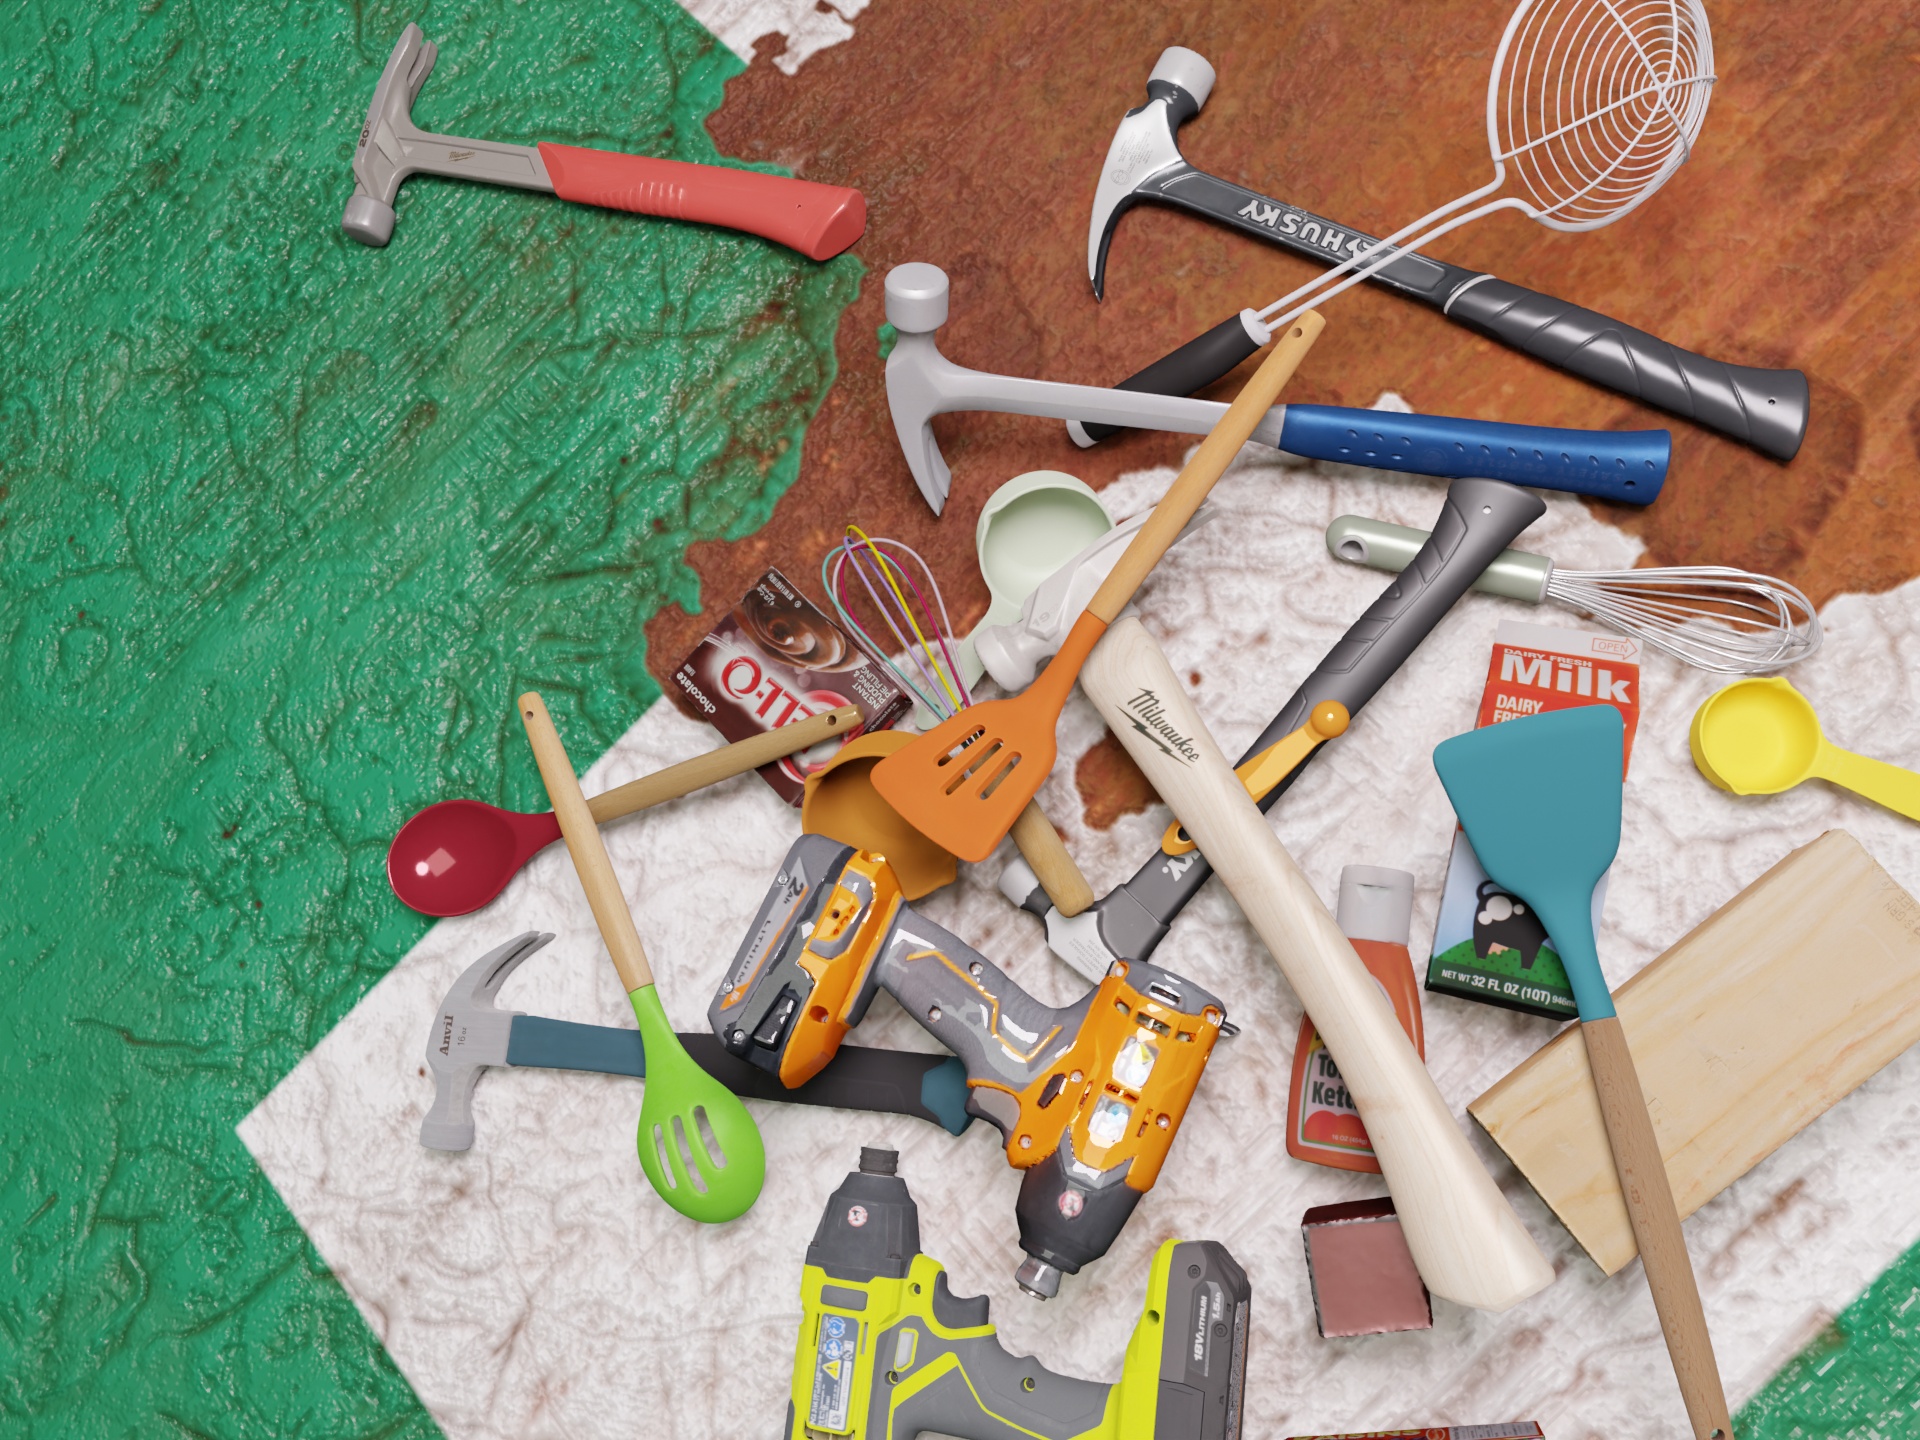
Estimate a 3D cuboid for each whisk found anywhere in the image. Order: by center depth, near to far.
[{"bbox_3d":[0.309,-0.071,0.818,0.246,0.057,0.059,16,49,20],"label":"whisk"},{"bbox_3d":[-0.002,-0.003,0.842,0.245,0.051,0.047,58,136,14],"label":"whisk"}]

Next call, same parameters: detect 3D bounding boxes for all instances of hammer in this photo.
[{"bbox_3d":[0.156,0.078,0.759,0.146,0.038,0.411,-36,64,14],"label":"hammer"},{"bbox_3d":[0.176,0.012,0.818,0.146,0.035,0.335,43,98,18],"label":"hammer"},{"bbox_3d":[0.159,-0.153,0.847,0.405,0.144,0.035,8,46,8],"label":"hammer"},{"bbox_3d":[0.256,-0.236,0.868,0.409,0.036,0.149,28,88,18],"label":"hammer"},{"bbox_3d":[-0.145,0.190,0.884,0.331,0.033,0.128,3,80,15],"label":"hammer"},{"bbox_3d":[-0.227,-0.355,1.017,0.359,0.036,0.149,14,82,17],"label":"hammer"}]

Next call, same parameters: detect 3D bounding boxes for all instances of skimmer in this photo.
[{"bbox_3d":[0.206,-0.251,0.827,0.363,0.127,0.090,-25,39,34],"label":"skimmer"}]

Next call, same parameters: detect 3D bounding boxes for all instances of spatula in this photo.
[{"bbox_3d":[0.281,0.154,0.680,0.082,0.044,0.318,-13,76,8],"label":"spatula"},{"bbox_3d":[0.080,-0.073,0.792,0.081,0.041,0.322,37,93,29],"label":"spatula"}]

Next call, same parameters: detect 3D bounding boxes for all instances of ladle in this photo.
[{"bbox_3d":[-0.194,0.045,0.908,0.315,0.031,0.069,-19,81,19],"label":"ladle"}]

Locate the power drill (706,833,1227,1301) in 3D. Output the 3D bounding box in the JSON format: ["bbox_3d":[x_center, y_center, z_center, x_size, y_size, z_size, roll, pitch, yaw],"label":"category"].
[{"bbox_3d":[-0.004,0.166,0.779,0.226,0.084,0.164,23,75,13],"label":"power drill"}]

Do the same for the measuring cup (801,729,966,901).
[{"bbox_3d":[-0.059,0.080,0.880,0.095,0.052,0.173,34,115,-2],"label":"measuring cup"}]

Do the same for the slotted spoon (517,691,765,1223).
[{"bbox_3d":[-0.186,0.125,0.872,0.070,0.031,0.314,-27,76,12],"label":"slotted spoon"}]

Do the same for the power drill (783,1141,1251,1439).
[{"bbox_3d":[0.026,0.309,0.794,0.223,0.080,0.171,3,76,18],"label":"power drill"}]

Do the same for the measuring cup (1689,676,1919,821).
[{"bbox_3d":[0.434,0.028,0.777,0.156,0.029,0.062,22,85,6],"label":"measuring cup"}]

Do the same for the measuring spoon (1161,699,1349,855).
[{"bbox_3d":[0.147,0.030,0.801,0.117,0.011,0.021,-40,72,11],"label":"measuring spoon"}]

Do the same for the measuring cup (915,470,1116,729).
[{"bbox_3d":[0.021,-0.066,0.885,0.083,0.038,0.167,27,114,-20],"label":"measuring cup"}]
